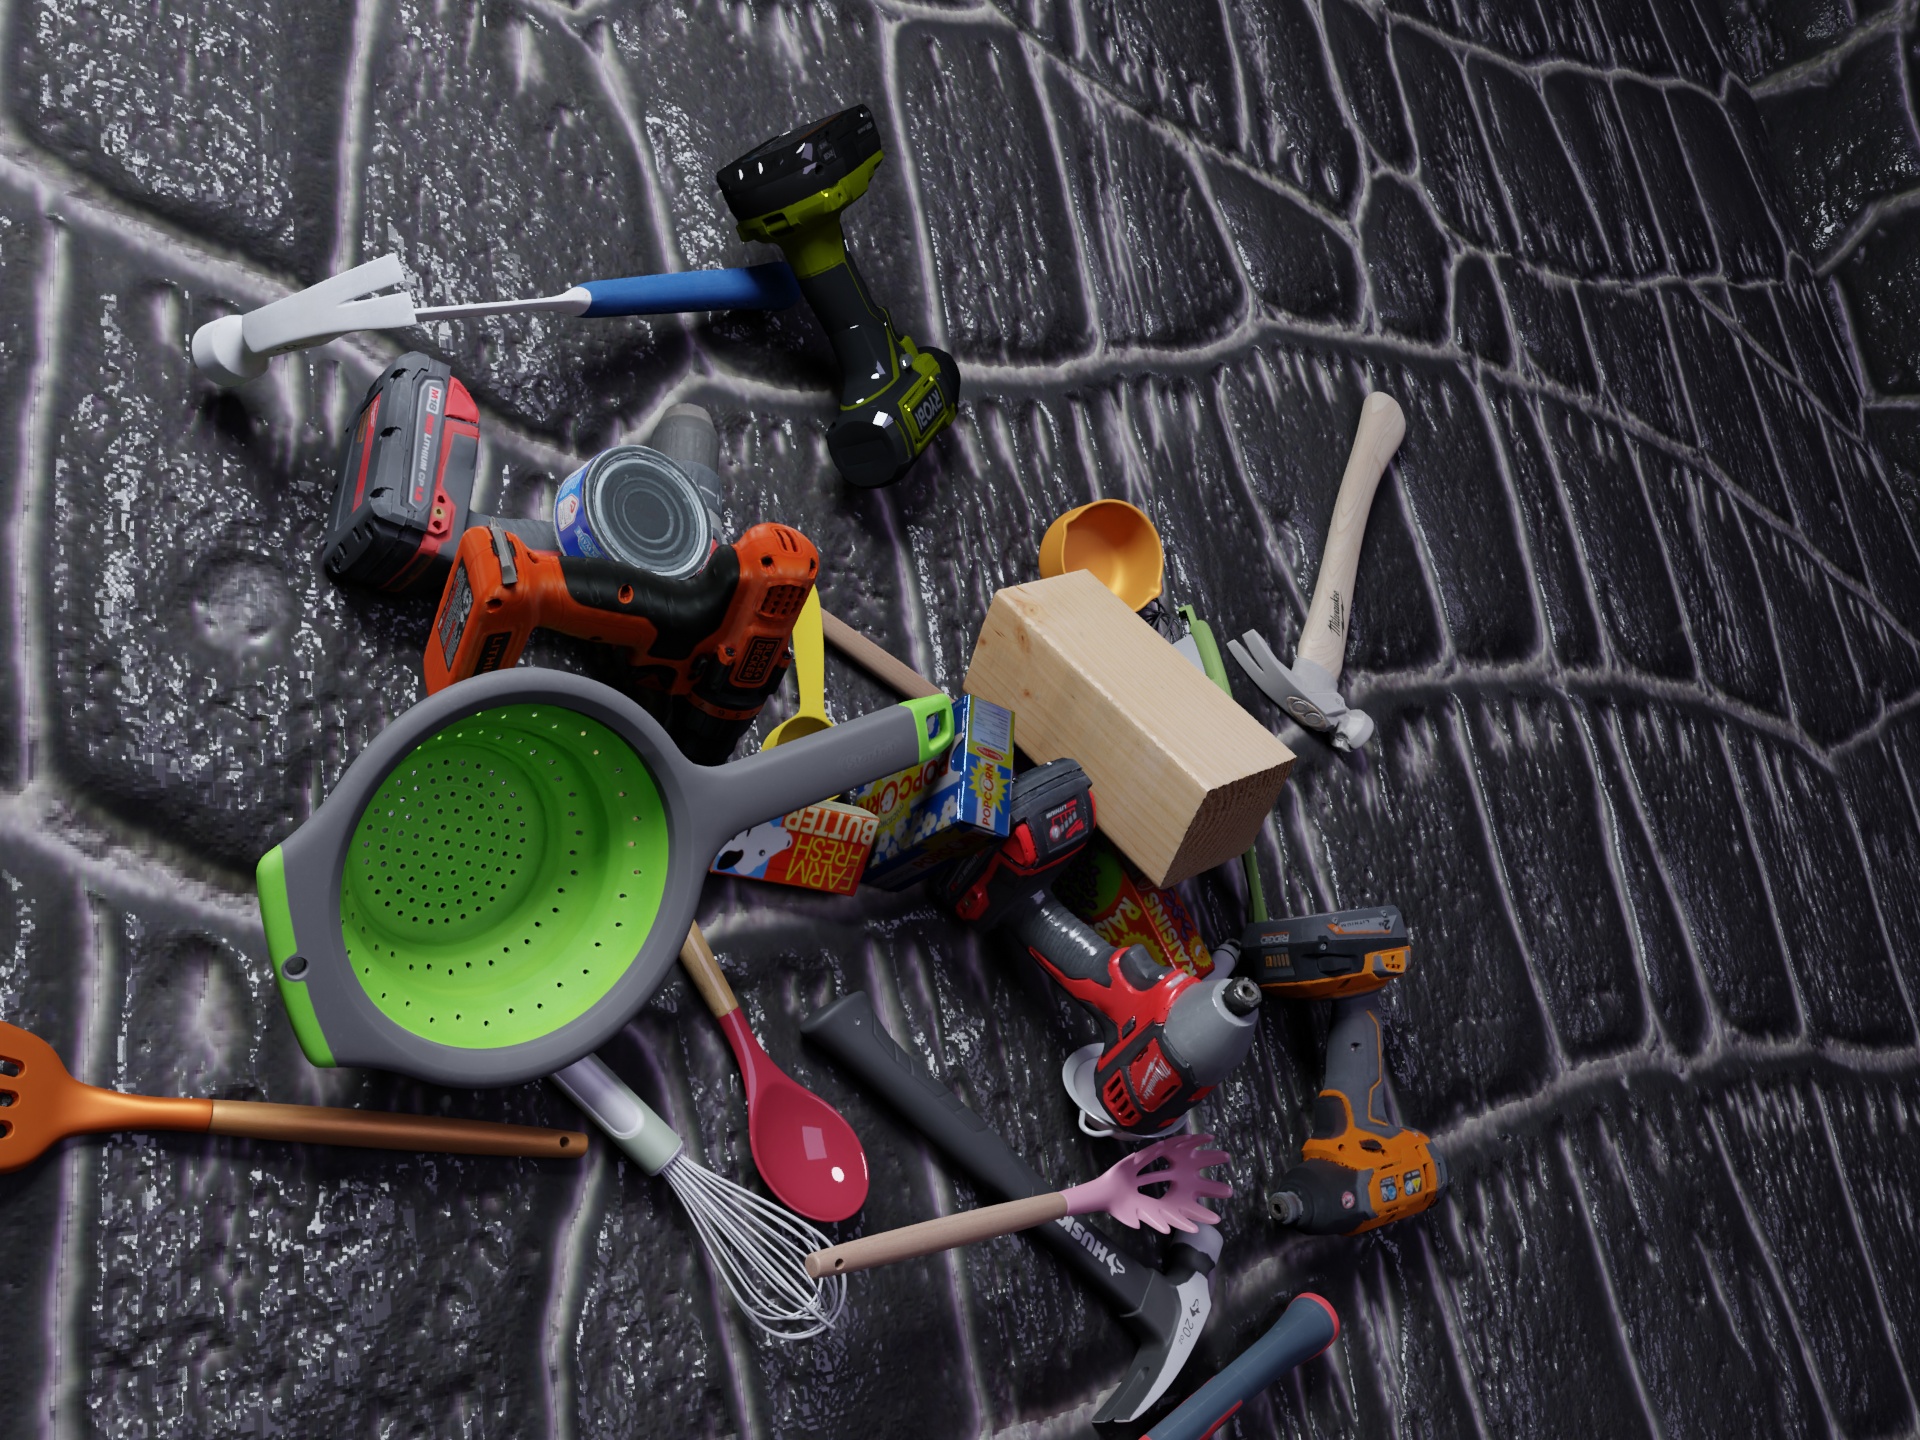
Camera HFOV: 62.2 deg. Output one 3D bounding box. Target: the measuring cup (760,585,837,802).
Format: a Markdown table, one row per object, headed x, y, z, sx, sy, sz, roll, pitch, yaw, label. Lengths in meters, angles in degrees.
| x | y | z | sx | sy | sz | roll | pitch | yaw | label |
| --- | --- | --- | --- | --- | --- | --- | --- | --- | --- |
| -0.102 | -0.019 | 1.009 | 0.062 | 0.029 | 0.157 | 11 | 64 | -35 | measuring cup |

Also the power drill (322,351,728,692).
| x | y | z | sx | sy | sz | roll | pitch | yaw | label |
| --- | --- | --- | --- | --- | --- | --- | --- | --- | --- |
| -0.234 | -0.130 | 0.922 | 0.226 | 0.080 | 0.188 | 19 | 60 | -36 | power drill |

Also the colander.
| x | y | z | sx | sy | sz | roll | pitch | yaw | label |
| --- | --- | --- | --- | --- | --- | --- | --- | --- | --- |
| -0.176 | 0.048 | 0.840 | 0.397 | 0.095 | 0.204 | -20 | 112 | -37 | colander |

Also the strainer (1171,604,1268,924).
| x | y | z | sx | sy | sz | roll | pitch | yaw | label |
| --- | --- | --- | --- | --- | --- | --- | --- | --- | --- |
| 0.174 | 0.054 | 1.158 | 0.152 | 0.069 | 0.256 | -93 | 169 | -65 | strainer |

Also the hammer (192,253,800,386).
| x | y | z | sx | sy | sz | roll | pitch | yaw | label |
| --- | --- | --- | --- | --- | --- | --- | --- | --- | --- |
| -0.231 | -0.248 | 0.943 | 0.405 | 0.144 | 0.035 | -27 | 107 | -53 | hammer |

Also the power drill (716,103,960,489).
| x | y | z | sx | sy | sz | roll | pitch | yaw | label |
| --- | --- | --- | --- | --- | --- | --- | --- | --- | --- |
| -0.069 | -0.291 | 1.089 | 0.223 | 0.080 | 0.171 | 67 | 29 | -25 | power drill |

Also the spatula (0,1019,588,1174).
| x | y | z | sx | sy | sz | roll | pitch | yaw | label |
| --- | --- | --- | --- | --- | --- | --- | --- | --- | --- |
| -0.318 | 0.184 | 0.732 | 0.322 | 0.041 | 0.081 | 16 | 61 | -35 | spatula |

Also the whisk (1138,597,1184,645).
| x | y | z | sx | sy | sz | roll | pitch | yaw | label |
| --- | --- | --- | --- | --- | --- | --- | --- | --- | --- |
| 0.106 | -0.014 | 1.161 | 0.055 | 0.055 | 0.239 | 48 | 47 | -12 | whisk |

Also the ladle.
| x | y | z | sx | sy | sz | roll | pitch | yaw | label |
| --- | --- | --- | --- | --- | --- | --- | --- | --- | --- |
| -0.145 | 0.143 | 0.903 | 0.069 | 0.031 | 0.315 | -27 | 87 | -50 | ladle |

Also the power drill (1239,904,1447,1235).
| x | y | z | sx | sy | sz | roll | pitch | yaw | label |
| --- | --- | --- | --- | --- | --- | --- | --- | --- | --- |
| 0.269 | 0.254 | 1.149 | 0.164 | 0.084 | 0.226 | -1 | 80 | -40 | power drill |

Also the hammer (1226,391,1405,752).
| x | y | z | sx | sy | sz | roll | pitch | yaw | label |
| --- | --- | --- | --- | --- | --- | --- | --- | --- | --- |
| 0.341 | -0.165 | 1.437 | 0.146 | 0.038 | 0.411 | 38 | 51 | -19 | hammer |

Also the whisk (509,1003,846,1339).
| x | y | z | sx | sy | sz | roll | pitch | yaw | label |
| --- | --- | --- | --- | --- | --- | --- | --- | --- | --- |
| -0.151 | 0.238 | 0.844 | 0.058 | 0.059 | 0.246 | -45 | 98 | -14 | whisk |

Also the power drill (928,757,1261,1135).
| x | y | z | sx | sy | sz | roll | pitch | yaw | label |
| --- | --- | --- | --- | --- | --- | --- | --- | --- | --- |
| 0.089 | 0.139 | 0.987 | 0.078 | 0.143 | 0.220 | -23 | 67 | -41 | power drill |

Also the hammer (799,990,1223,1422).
| x | y | z | sx | sy | sz | roll | pitch | yaw | label |
| --- | --- | --- | --- | --- | --- | --- | --- | --- | --- |
| 0.028 | 0.286 | 0.975 | 0.334 | 0.035 | 0.146 | 45 | 48 | -15 | hammer |

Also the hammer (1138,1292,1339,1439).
| x | y | z | sx | sy | sz | roll | pitch | yaw | label |
| --- | --- | --- | --- | --- | --- | --- | --- | --- | --- |
| 0.121 | 0.424 | 0.942 | 0.038 | 0.143 | 0.386 | 32 | 30 | 33 | hammer |

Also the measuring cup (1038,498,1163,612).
| x | y | z | sx | sy | sz | roll | pitch | yaw | label |
| --- | --- | --- | --- | --- | --- | --- | --- | --- | --- |
| 0.083 | -0.083 | 1.185 | 0.095 | 0.052 | 0.174 | 33 | 78 | -21 | measuring cup |

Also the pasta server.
| x | y | z | sx | sy | sz | roll | pitch | yaw | label |
| --- | --- | --- | --- | --- | --- | --- | --- | --- | --- |
| 0.044 | 0.288 | 0.929 | 0.316 | 0.040 | 0.060 | 3 | 82 | -42 | pasta server |

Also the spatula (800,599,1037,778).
| x | y | z | sx | sy | sz | roll | pitch | yaw | label |
| --- | --- | --- | --- | --- | --- | --- | --- | --- | --- |
| -0.002 | -0.003 | 1.093 | 0.315 | 0.018 | 0.060 | 35 | 48 | -24 | spatula |

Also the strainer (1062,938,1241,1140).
| x | y | z | sx | sy | sz | roll | pitch | yaw | label |
| --- | --- | --- | --- | --- | --- | --- | --- | --- | --- |
| 0.142 | 0.221 | 1.095 | 0.087 | 0.050 | 0.258 | 27 | 38 | 20 | strainer |
